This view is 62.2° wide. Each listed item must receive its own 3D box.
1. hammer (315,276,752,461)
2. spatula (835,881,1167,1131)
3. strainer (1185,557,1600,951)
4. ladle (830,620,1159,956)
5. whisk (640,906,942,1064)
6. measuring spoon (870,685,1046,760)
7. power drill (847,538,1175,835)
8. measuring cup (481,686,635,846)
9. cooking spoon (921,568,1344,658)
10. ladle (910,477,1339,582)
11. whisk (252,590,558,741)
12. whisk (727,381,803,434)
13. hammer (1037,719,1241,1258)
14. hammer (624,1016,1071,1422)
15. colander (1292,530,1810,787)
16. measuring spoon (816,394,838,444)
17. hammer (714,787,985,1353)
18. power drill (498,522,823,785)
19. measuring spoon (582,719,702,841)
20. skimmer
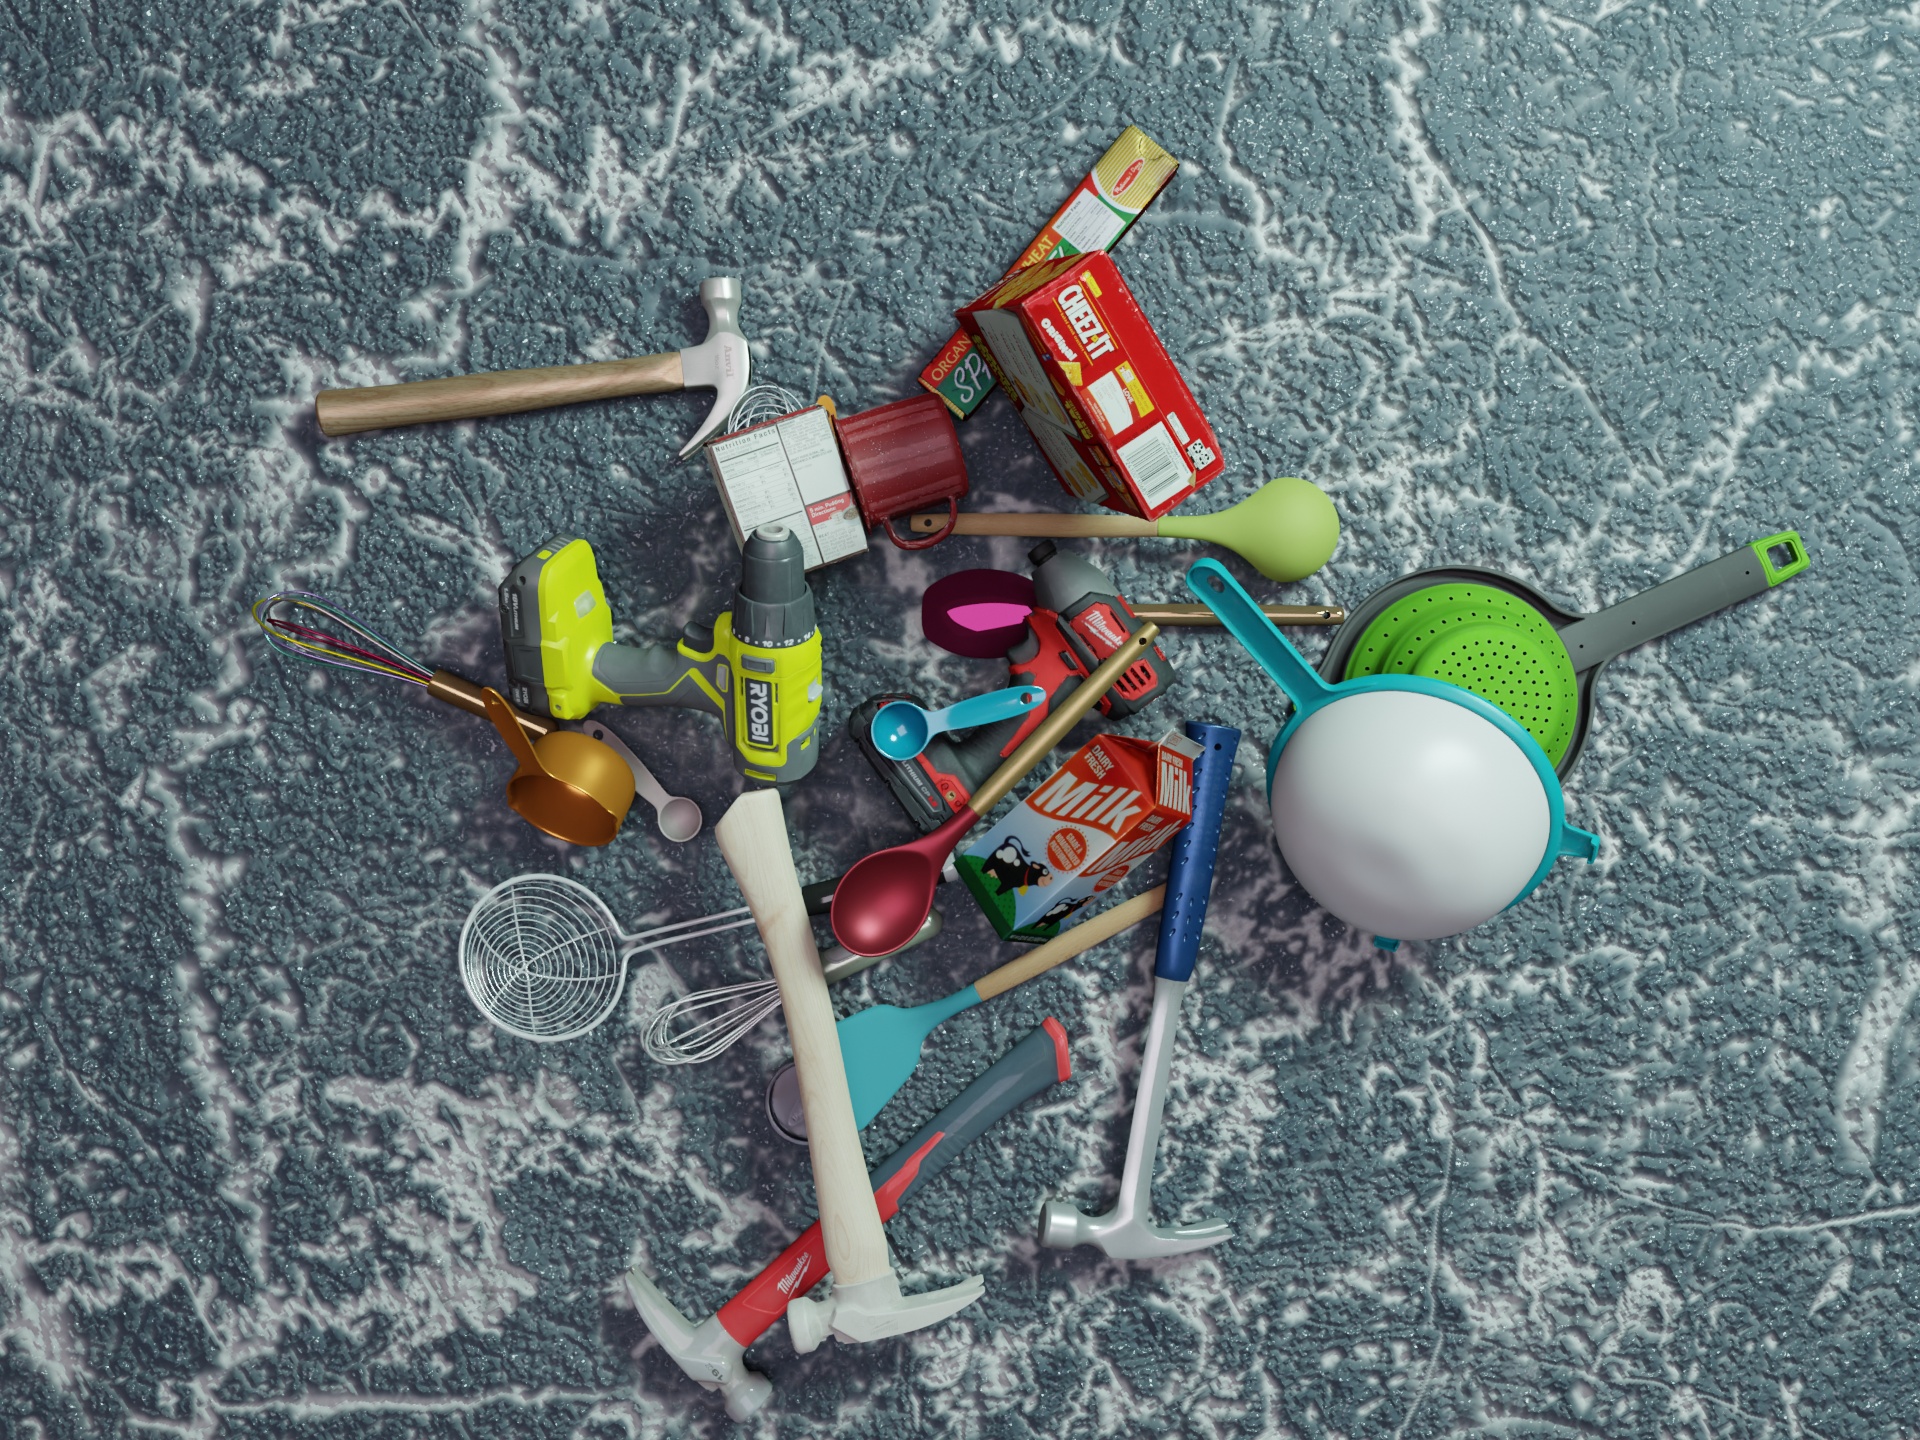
[{"bbox_3d":[-0.322,-0.249,1.207,0.331,0.031,0.130,-7,91,2],"label":"hammer"},{"bbox_3d":[0.038,0.198,1.201,0.317,0.044,0.082,-28,95,1],"label":"spatula"},{"bbox_3d":[0.262,0.033,1.104,0.340,0.095,0.211,47,132,-7],"label":"strainer"},{"bbox_3d":[0.027,0.045,1.127,0.315,0.031,0.069,-45,105,1],"label":"ladle"},{"bbox_3d":[-0.127,0.198,1.205,0.246,0.058,0.059,-24,125,-2],"label":"whisk"},{"bbox_3d":[-0.002,-0.004,1.133,0.128,0.021,0.042,-14,94,-8],"label":"measuring spoon"},{"bbox_3d":[0.032,-0.025,1.171,0.219,0.078,0.143,-35,92,5],"label":"power drill"},{"bbox_3d":[-0.296,0.020,1.154,0.095,0.173,0.052,4,49,21],"label":"measuring cup"},{"bbox_3d":[0.129,-0.081,1.205,0.319,0.017,0.069,0,91,2],"label":"cooking spoon"},{"bbox_3d":[0.123,-0.146,1.199,0.320,0.062,0.078,2,95,8],"label":"ladle"},{"bbox_3d":[-0.423,-0.036,1.208,0.245,0.047,0.051,24,90,-2],"label":"whisk"},{"bbox_3d":[-0.142,-0.110,1.194,0.070,0.070,0.284,0,96,1],"label":"whisk"},{"bbox_3d":[0.161,0.204,1.187,0.144,0.035,0.405,9,93,-7],"label":"hammer"},{"bbox_3d":[-0.075,0.353,1.210,0.386,0.038,0.143,-43,88,2],"label":"hammer"},{"bbox_3d":[0.446,-0.048,1.159,0.397,0.094,0.204,-24,91,2],"label":"colander"},{"bbox_3d":[-0.105,-0.189,1.213,0.021,0.011,0.117,1,89,-26],"label":"measuring spoon"},{"bbox_3d":[-0.094,0.249,1.160,0.146,0.038,0.410,-13,94,-3],"label":"hammer"},{"bbox_3d":[-0.207,-0.062,1.137,0.228,0.080,0.190,11,122,13],"label":"power drill"},{"bbox_3d":[-0.244,0.044,1.222,0.124,0.018,0.034,45,93,7],"label":"measuring spoon"},{"bbox_3d":[-0.182,0.145,1.180,0.363,0.090,0.127,-14,73,0],"label":"skimmer"}]
